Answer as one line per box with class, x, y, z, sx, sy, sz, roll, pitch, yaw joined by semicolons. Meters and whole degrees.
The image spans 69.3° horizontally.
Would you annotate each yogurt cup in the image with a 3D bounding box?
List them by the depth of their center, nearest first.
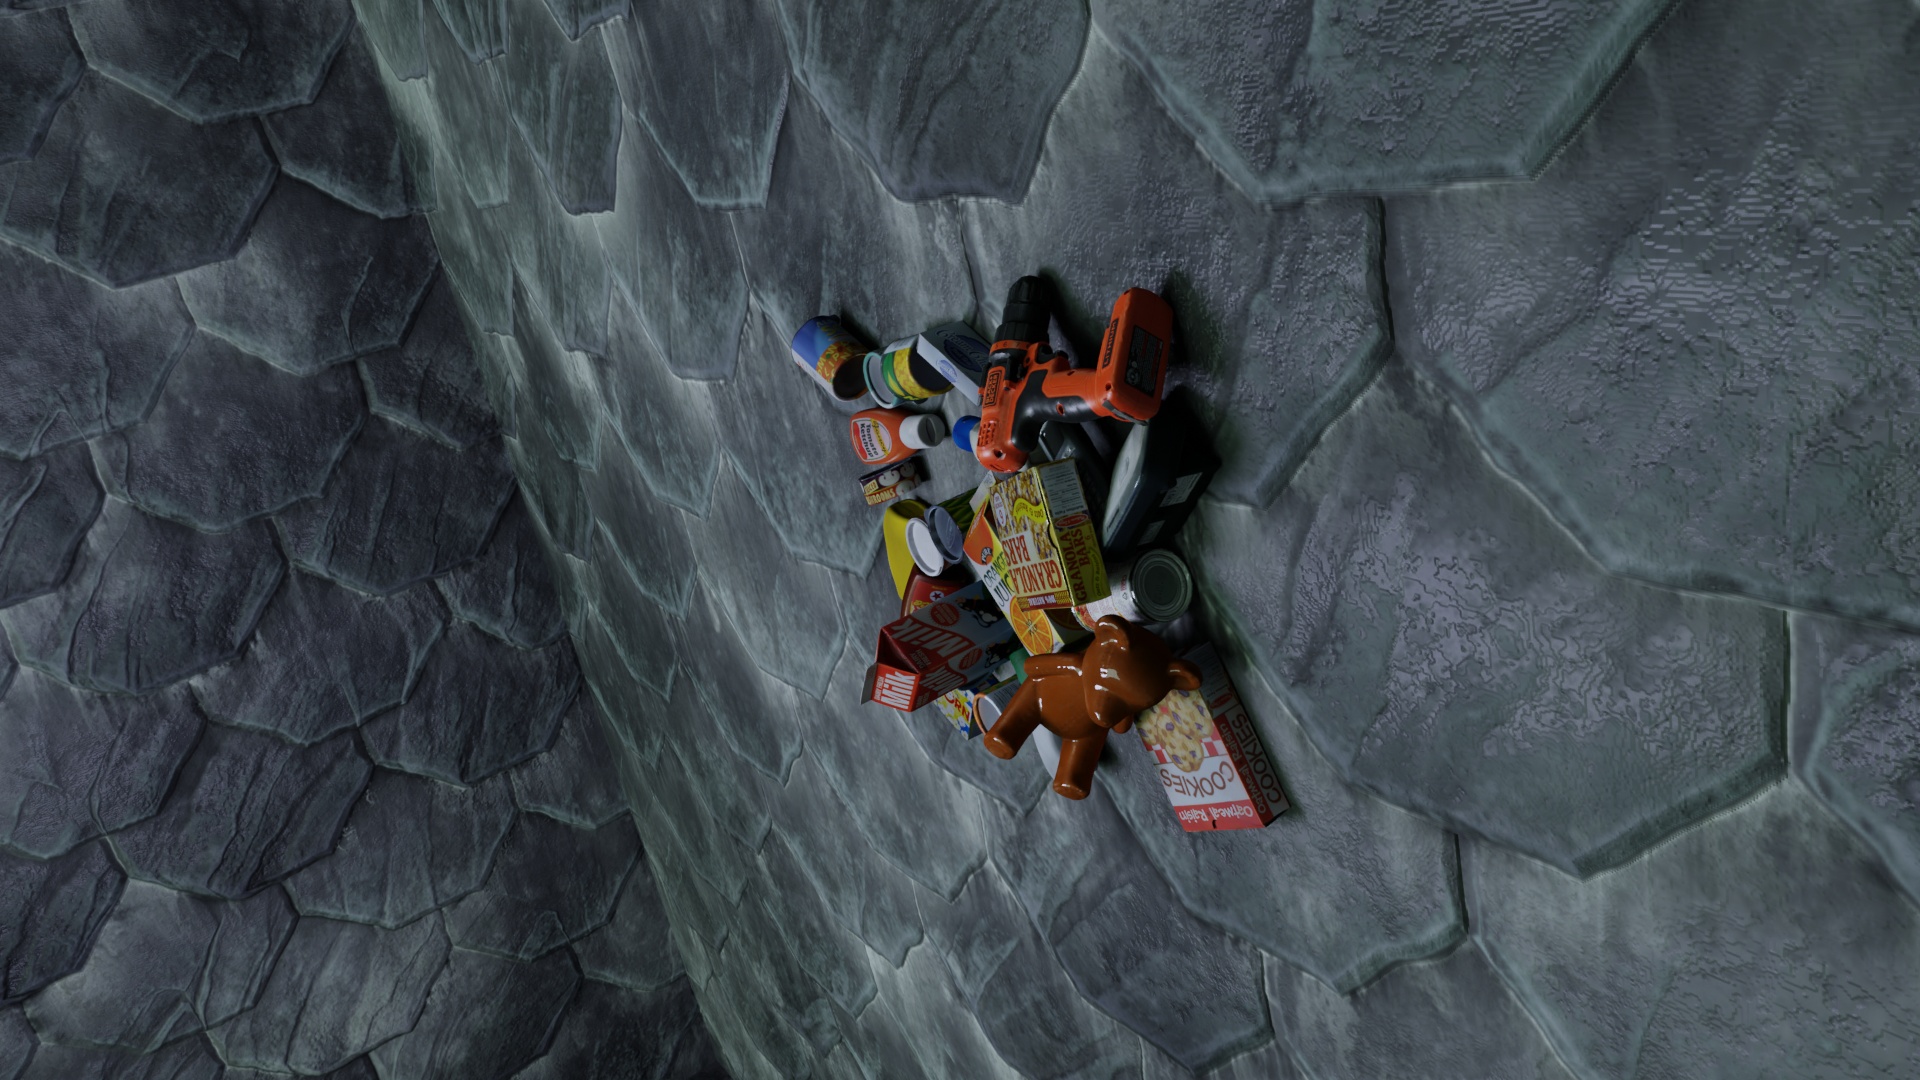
yogurt cup;-0.020;-0.001;1.528;0.072;0.054;0.072;39;142;40

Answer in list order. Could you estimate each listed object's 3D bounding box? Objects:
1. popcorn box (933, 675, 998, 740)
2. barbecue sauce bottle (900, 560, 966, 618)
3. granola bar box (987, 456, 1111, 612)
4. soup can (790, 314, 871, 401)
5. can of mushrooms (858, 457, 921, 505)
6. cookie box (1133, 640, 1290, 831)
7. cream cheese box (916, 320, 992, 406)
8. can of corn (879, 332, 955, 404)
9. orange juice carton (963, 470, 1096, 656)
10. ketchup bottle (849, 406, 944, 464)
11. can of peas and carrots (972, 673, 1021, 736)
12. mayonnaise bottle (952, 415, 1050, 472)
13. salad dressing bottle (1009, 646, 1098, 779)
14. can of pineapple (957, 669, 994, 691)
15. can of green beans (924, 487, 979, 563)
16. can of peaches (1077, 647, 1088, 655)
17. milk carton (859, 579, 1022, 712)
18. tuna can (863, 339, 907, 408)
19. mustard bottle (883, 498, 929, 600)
popcorn box;-0.010;0.164;1.654;0.127;0.038;0.084;45;144;33
barbecue sauce bottle;-0.041;0.092;1.591;0.044;0.065;0.147;-98;22;-55
granola bar box;0.075;-0.001;1.240;0.165;0.039;0.124;159;96;-76
soup can;-0.140;-0.207;1.564;0.084;0.071;0.071;43;144;34
can of mushrooms;-0.080;-0.066;1.563;0.071;0.071;0.033;-6;108;60
cookie box;0.219;0.185;1.282;0.122;0.040;0.167;-27;87;61
cream cheese box;0.009;-0.173;1.349;0.104;0.053;0.024;45;143;33
can of corn;-0.039;-0.175;1.415;0.058;0.071;0.071;-3;109;59
orange juice carton;0.068;0.024;1.379;0.193;0.073;0.071;58;151;15
ketchup bottle;-0.069;-0.118;1.534;0.148;0.044;0.064;1;109;58
can of peas and carrots;0.054;0.190;1.544;0.071;0.059;0.070;39;142;40
mayonnaise bottle;0.043;-0.097;1.344;0.148;0.065;0.041;18;127;58
salad dressing bottle;0.096;0.182;1.471;0.043;0.064;0.148;-36;70;42
can of pineapple;0.002;0.130;1.576;0.058;0.071;0.070;46;146;30
can of green beans;0.007;-0.017;1.467;0.071;0.058;0.071;39;142;39
can of peaches;0.120;0.145;1.401;0.071;0.058;0.071;38;140;40
milk carton;-0.025;0.117;1.483;0.073;0.191;0.072;49;147;27
tuna can;-0.075;-0.180;1.506;0.071;0.033;0.070;39;143;39
mustard bottle;-0.052;0.031;1.613;0.065;0.049;0.159;34;140;44
